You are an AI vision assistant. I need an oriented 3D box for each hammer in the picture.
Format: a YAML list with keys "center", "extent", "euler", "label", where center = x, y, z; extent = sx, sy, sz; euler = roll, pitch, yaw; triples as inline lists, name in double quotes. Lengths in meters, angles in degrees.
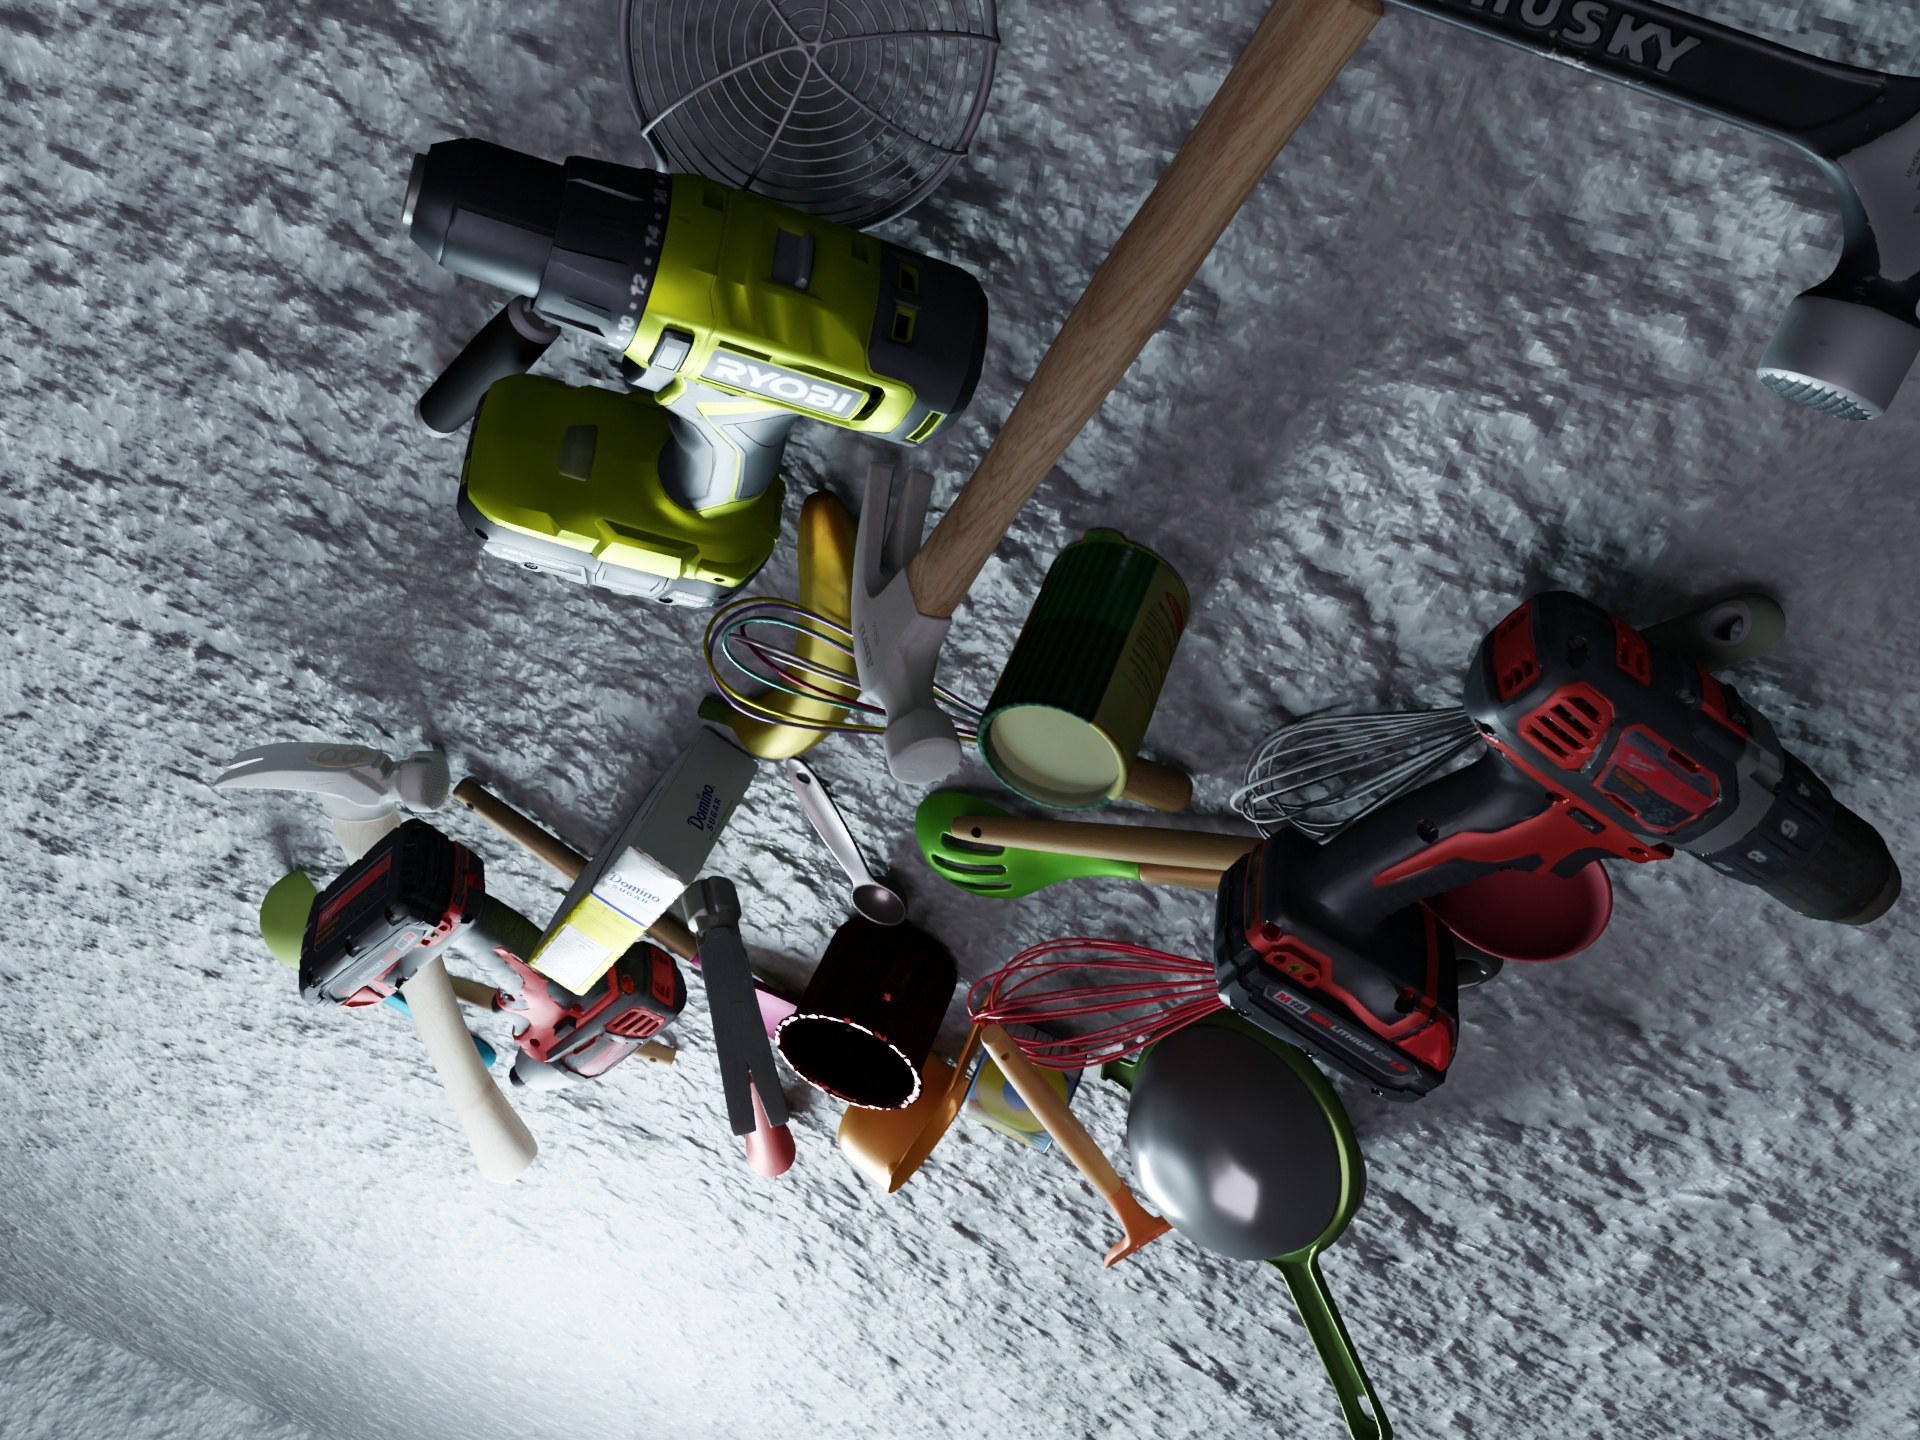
- center: [0.097, -0.233, 0.453]
  extent: [0.409, 0.036, 0.149]
  euler: [26, 102, 10]
  label: "hammer"
- center: [0.040, -0.126, 0.586]
  extent: [0.031, 0.130, 0.331]
  euler: [8, 137, -31]
  label: "hammer"
- center: [-0.130, 0.239, 1.017]
  extent: [0.036, 0.149, 0.358]
  euler: [-13, 151, -10]
  label: "hammer"
- center: [-0.379, 0.183, 1.104]
  extent: [0.146, 0.038, 0.410]
  euler: [2, 128, 10]
  label: "hammer"

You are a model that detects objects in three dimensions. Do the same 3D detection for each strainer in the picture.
- center: [0.161, 0.288, 0.873]
  extent: [0.151, 0.069, 0.256]
  euler: [-33, 78, 45]
  label: "strainer"

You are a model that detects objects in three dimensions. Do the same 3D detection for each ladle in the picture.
- center: [-0.357, 0.187, 1.160]
  extent: [0.320, 0.062, 0.078]
  euler: [18, 135, -2]
  label: "ladle"
- center: [0.143, 0.066, 0.764]
  extent: [0.315, 0.031, 0.069]
  euler: [4, 100, 21]
  label: "ladle"

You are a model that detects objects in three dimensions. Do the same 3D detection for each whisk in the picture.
- center: [0.136, 0.140, 0.843]
  extent: [0.296, 0.073, 0.073]
  euler: [-12, 127, 27]
  label: "whisk"
- center: [-0.001, -0.004, 0.739]
  extent: [0.245, 0.047, 0.051]
  euler: [18, 132, -16]
  label: "whisk"
- center: [0.218, 0.001, 0.666]
  extent: [0.246, 0.058, 0.059]
  euler: [-25, 153, 39]
  label: "whisk"

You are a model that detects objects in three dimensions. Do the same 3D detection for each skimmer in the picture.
- center: [-0.130, -0.202, 0.638]
  extent: [0.127, 0.090, 0.363]
  euler: [43, 147, -22]
  label: "skimmer"

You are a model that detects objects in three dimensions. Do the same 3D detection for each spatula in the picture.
- center: [0.076, 0.257, 0.940]
  extent: [0.081, 0.041, 0.322]
  euler: [-32, 133, 1]
  label: "spatula"

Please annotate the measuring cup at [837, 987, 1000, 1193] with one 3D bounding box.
- center: [-0.025, 0.217, 0.999]
  extent: [0.052, 0.095, 0.173]
  euler: [32, 120, 17]
  label: "measuring cup"

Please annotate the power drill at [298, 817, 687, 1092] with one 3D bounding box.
- center: [-0.299, 0.166, 1.018]
  extent: [0.143, 0.079, 0.219]
  euler: [-37, 129, 20]
  label: "power drill"

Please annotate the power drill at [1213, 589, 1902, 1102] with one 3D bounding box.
- center: [0.232, 0.066, 0.642]
  extent: [0.187, 0.080, 0.226]
  euler: [31, 130, -14]
  label: "power drill"

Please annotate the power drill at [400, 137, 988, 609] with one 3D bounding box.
- center: [-0.119, -0.126, 0.601]
  extent: [0.190, 0.080, 0.228]
  euler: [13, 160, -21]
  label: "power drill"

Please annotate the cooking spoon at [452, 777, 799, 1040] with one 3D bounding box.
- center: [-0.192, 0.135, 1.029]
  extent: [0.318, 0.017, 0.068]
  euler: [38, 142, -14]
  label: "cooking spoon"

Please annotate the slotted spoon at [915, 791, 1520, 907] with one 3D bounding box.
- center: [0.117, 0.074, 0.803]
  extent: [0.314, 0.031, 0.070]
  euler: [3, 127, 23]
  label: "slotted spoon"

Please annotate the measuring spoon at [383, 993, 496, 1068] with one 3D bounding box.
- center: [-0.429, 0.245, 1.261]
  extent: [0.128, 0.021, 0.042]
  euler: [36, 138, -13]
  label: "measuring spoon"

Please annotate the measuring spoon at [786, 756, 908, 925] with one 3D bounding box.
- center: [-0.064, 0.066, 0.899]
  extent: [0.034, 0.018, 0.124]
  euler: [-10, 121, 34]
  label: "measuring spoon"
